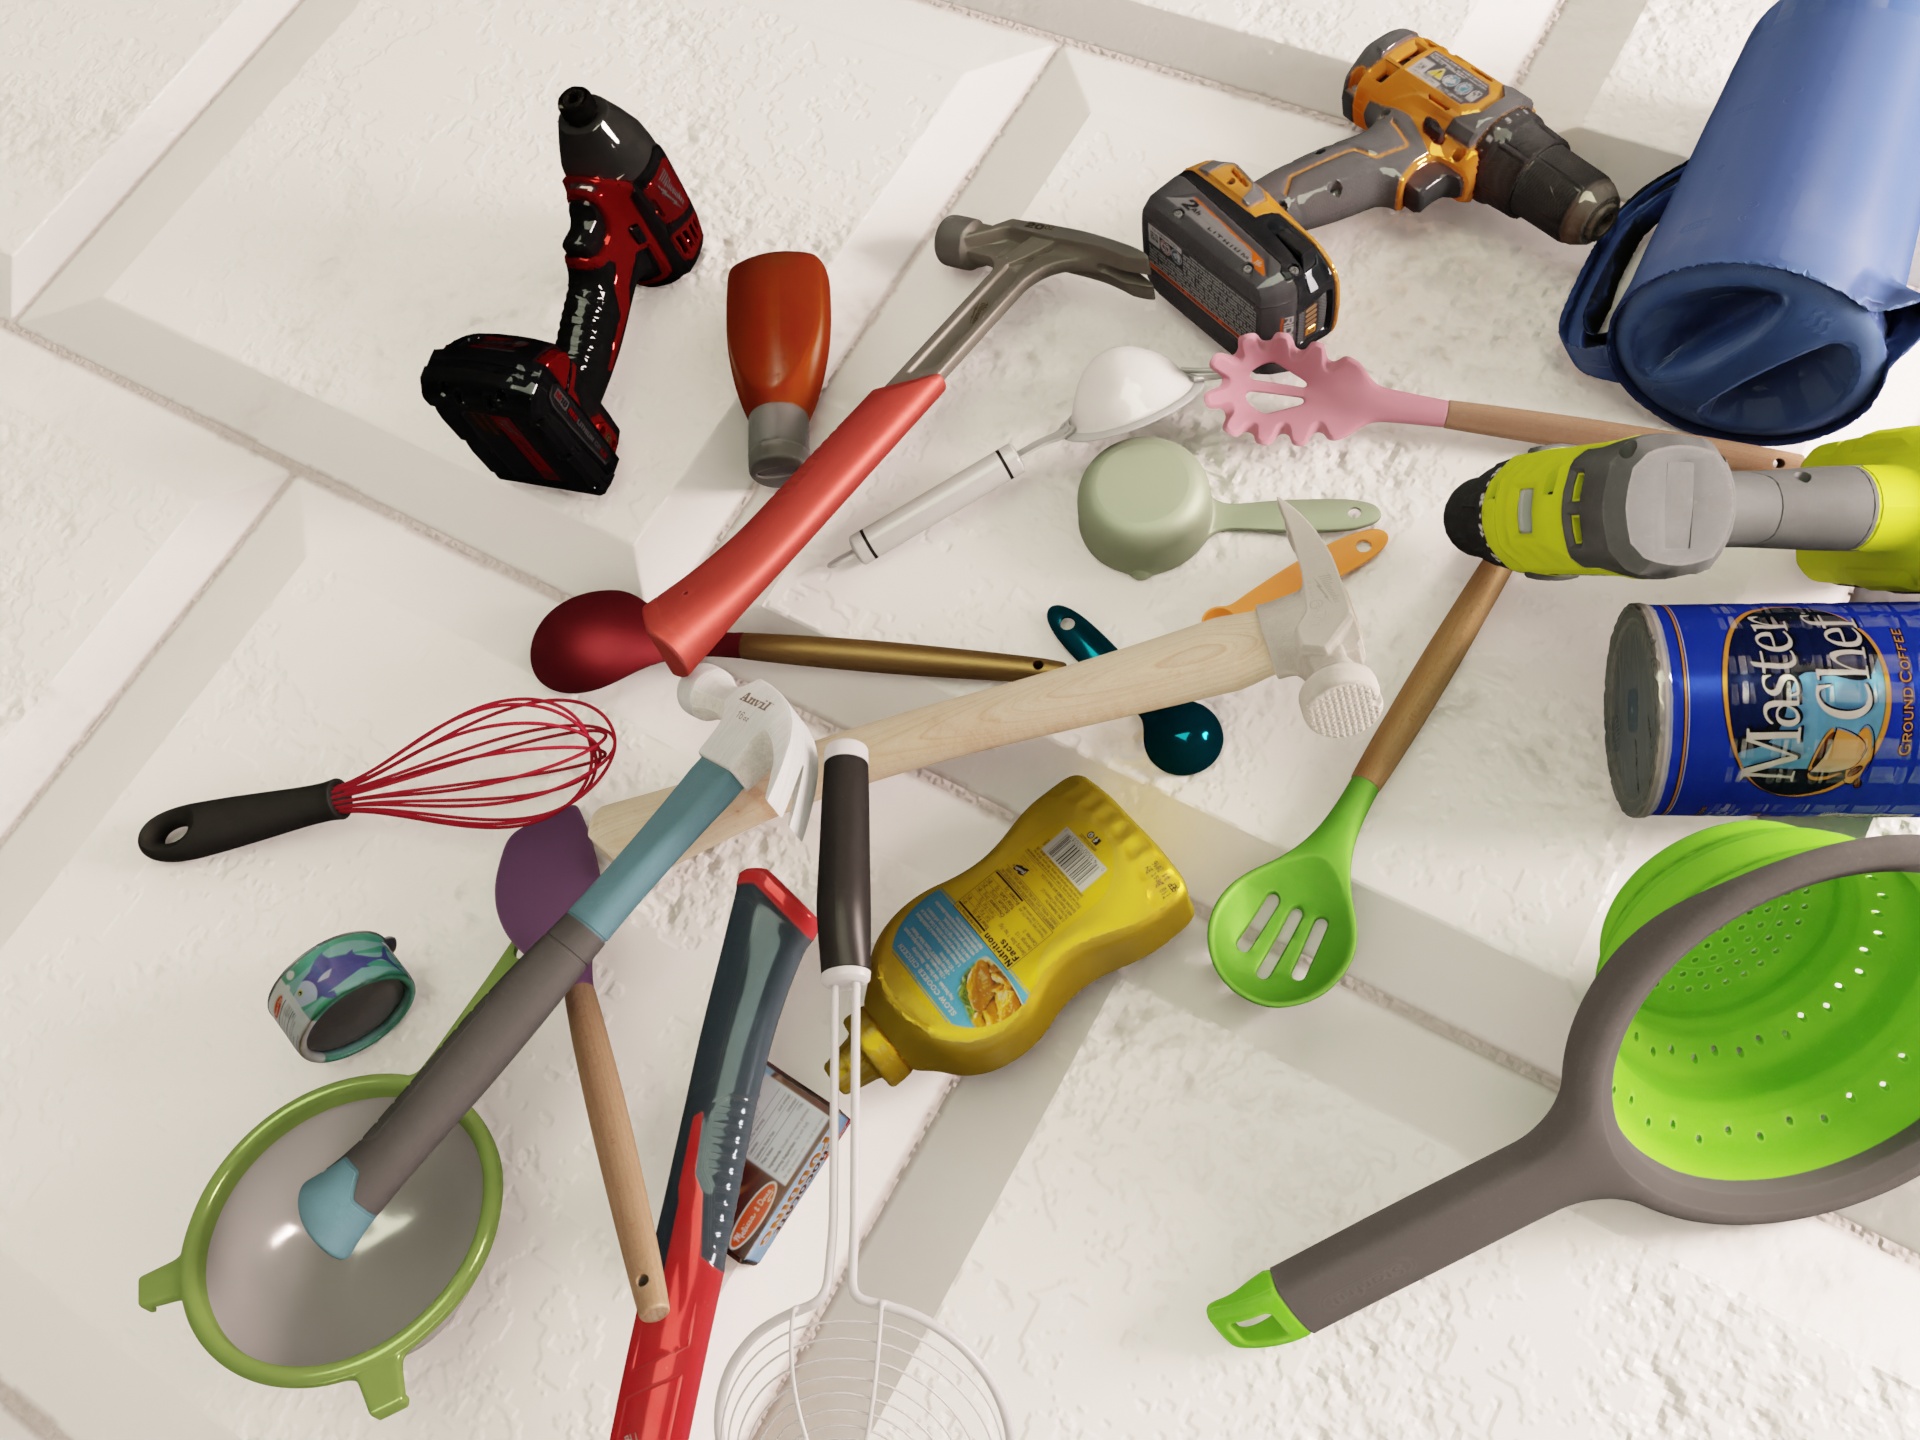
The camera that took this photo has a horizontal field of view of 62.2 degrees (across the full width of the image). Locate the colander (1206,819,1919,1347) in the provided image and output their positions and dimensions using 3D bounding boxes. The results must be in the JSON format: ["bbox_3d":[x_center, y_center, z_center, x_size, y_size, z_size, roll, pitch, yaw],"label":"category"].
[{"bbox_3d":[0.277,0.153,0.697,0.397,0.204,0.095,-32,29,12],"label":"colander"}]

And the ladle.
[{"bbox_3d":[-0.097,-0.038,0.891,0.315,0.031,0.069,5,63,10],"label":"ladle"}]

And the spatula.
[{"bbox_3d":[-0.183,0.152,0.772,0.060,0.018,0.316,-27,44,-3],"label":"spatula"}]

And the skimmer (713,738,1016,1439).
[{"bbox_3d":[-0.045,0.184,0.718,0.127,0.090,0.364,-8,58,10],"label":"skimmer"}]

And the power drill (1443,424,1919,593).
[{"bbox_3d":[0.361,-0.100,0.758,0.228,0.190,0.080,-1,96,-8],"label":"power drill"}]

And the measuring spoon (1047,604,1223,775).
[{"bbox_3d":[0.089,-0.023,0.851,0.042,0.021,0.129,-40,66,-9],"label":"measuring spoon"}]

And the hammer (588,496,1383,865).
[{"bbox_3d":[-0.001,-0.003,0.825,0.410,0.038,0.146,-17,44,11],"label":"hammer"}]

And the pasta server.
[{"bbox_3d":[0.291,-0.161,0.861,0.316,0.040,0.060,11,105,9],"label":"pasta server"}]

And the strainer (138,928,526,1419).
[{"bbox_3d":[-0.265,0.214,0.793,0.151,0.069,0.256,14,51,19],"label":"strainer"}]

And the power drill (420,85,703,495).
[{"bbox_3d":[-0.230,-0.259,0.952,0.078,0.143,0.220,11,70,17],"label":"power drill"}]

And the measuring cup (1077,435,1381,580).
[{"bbox_3d":[0.146,-0.121,0.876,0.167,0.038,0.083,2,66,13],"label":"measuring cup"}]

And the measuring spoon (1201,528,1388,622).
[{"bbox_3d":[0.183,-0.074,0.867,0.117,0.011,0.021,-28,61,-7],"label":"measuring spoon"}]

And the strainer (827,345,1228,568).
[{"bbox_3d":[0.035,-0.153,0.903,0.258,0.050,0.087,-30,24,4],"label":"strainer"}]

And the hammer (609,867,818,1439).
[{"bbox_3d":[-0.141,0.255,0.724,0.143,0.038,0.386,5,69,14],"label":"hammer"}]

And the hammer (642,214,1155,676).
[{"bbox_3d":[-0.043,-0.159,0.890,0.149,0.036,0.359,23,63,32],"label":"hammer"}]

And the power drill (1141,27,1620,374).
[{"bbox_3d":[0.242,-0.292,0.914,0.226,0.084,0.185,-35,61,-11],"label":"power drill"}]

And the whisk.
[{"bbox_3d":[-0.327,0.040,0.881,0.296,0.073,0.073,-12,64,12],"label":"whisk"}]

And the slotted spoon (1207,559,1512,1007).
[{"bbox_3d":[0.220,0.013,0.810,0.070,0.031,0.314,28,71,20],"label":"slotted spoon"}]

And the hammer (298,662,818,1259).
[{"bbox_3d":[-0.190,0.110,0.766,0.128,0.033,0.331,21,65,44],"label":"hammer"}]
